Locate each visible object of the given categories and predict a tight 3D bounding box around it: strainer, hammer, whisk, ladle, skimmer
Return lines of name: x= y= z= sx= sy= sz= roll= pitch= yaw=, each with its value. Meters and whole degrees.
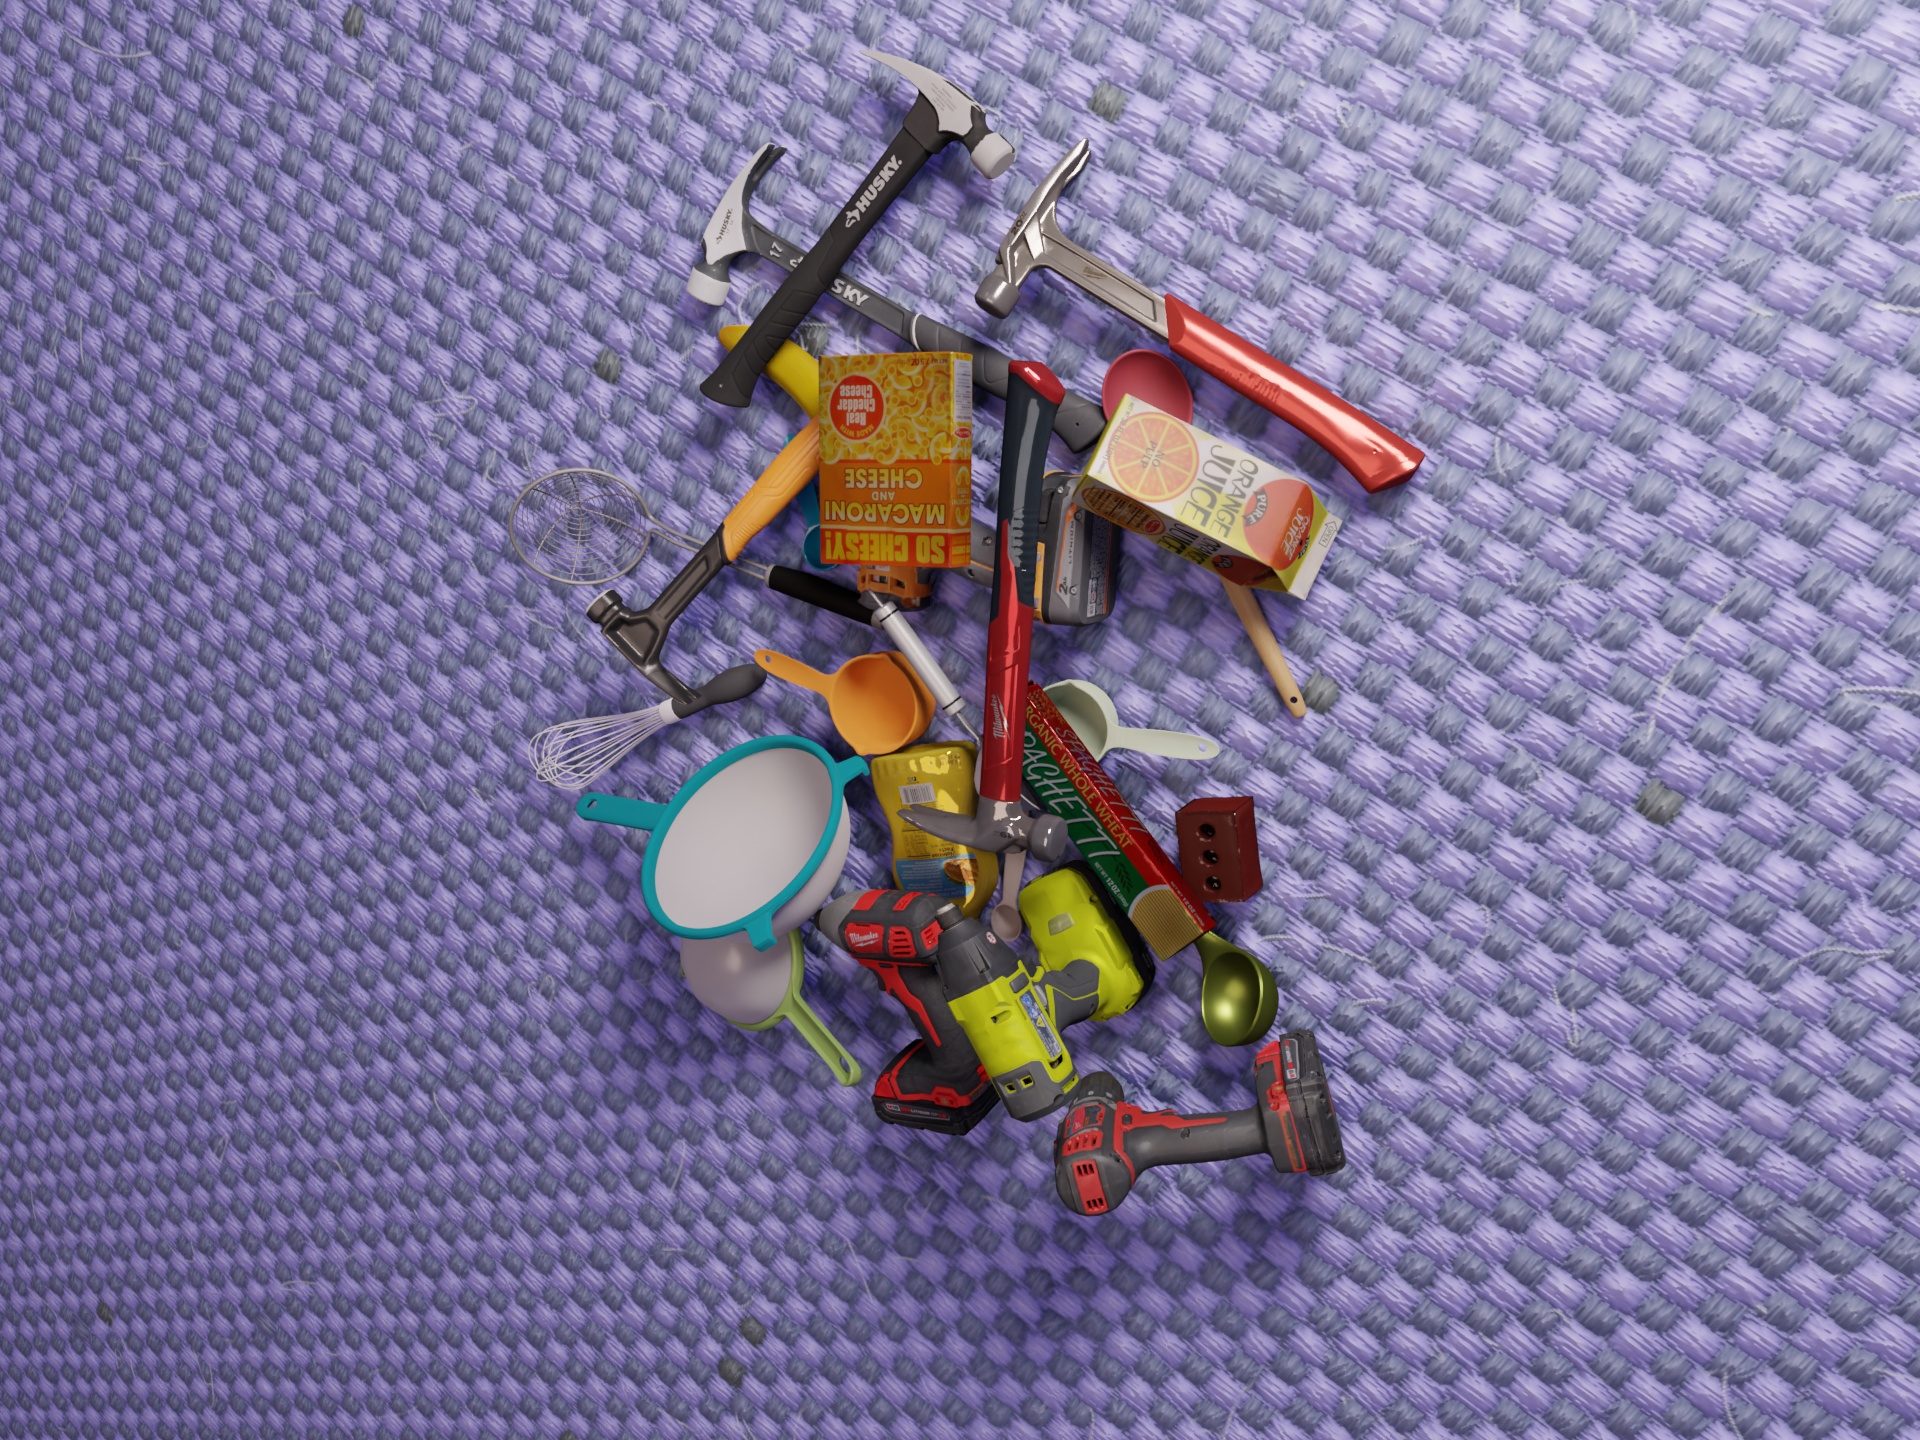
strainer: x=-0.188 y=0.251 z=1.470 sx=0.257 sy=0.069 sz=0.151 roll=42 pitch=117 yaw=34
hammer: x=0.193 y=-0.290 z=1.200 sx=0.359 sy=0.036 sz=0.149 roll=34 pitch=91 yaw=11
whisk: x=-0.301 y=0.001 z=1.521 sx=0.284 sy=0.070 sz=0.070 roll=-22 pitch=91 yaw=24
strainer: x=-0.225 y=0.118 z=1.475 sx=0.340 sy=0.211 sz=0.095 roll=6 pitch=148 yaw=40
hammer: x=-0.046 y=-0.337 z=1.325 sx=0.409 sy=0.036 sz=0.149 roll=33 pitch=113 yaw=16
hammer: x=-0.110 y=-0.388 z=1.307 sx=0.146 sy=0.035 sz=0.334 roll=49 pitch=116 yaw=8
ladle: x=0.199 y=-0.145 z=1.249 sx=0.069 sy=0.031 sz=0.315 roll=-26 pitch=91 yaw=14
skimmer: x=-0.237 y=-0.135 z=1.435 sx=0.363 sy=0.090 sz=0.127 roll=22 pitch=131 yaw=20
ladle: x=0.147 y=0.134 z=1.324 sx=0.320 sy=0.062 sz=0.078 roll=50 pitch=131 yaw=12
hammer: x=0.026 y=-0.085 z=1.245 sx=0.143 sy=0.038 sz=0.386 roll=11 pitch=107 yaw=27
hammer: x=-0.182 y=-0.165 z=1.375 sx=0.127 sy=0.034 sz=0.337 roll=45 pitch=110 yaw=1
strainer: x=-0.002 y=-0.004 z=1.334 sx=0.050 sy=0.087 sz=0.258 roll=-35 pitch=95 yaw=10

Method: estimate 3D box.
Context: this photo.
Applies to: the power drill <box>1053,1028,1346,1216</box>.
power drill: x=0.188 y=0.321 z=1.300 sx=0.226 sy=0.188 sz=0.080 roll=-15 pitch=99 yaw=10

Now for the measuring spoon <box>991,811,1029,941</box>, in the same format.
measuring spoon: x=0.051 y=0.133 z=1.397 sx=0.034 sy=0.018 sz=0.124 roll=15 pitch=102 yaw=38

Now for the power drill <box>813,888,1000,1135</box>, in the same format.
power drill: x=-0.048 y=0.249 z=1.402 sx=0.143 sy=0.078 sz=0.219 roll=-2 pitch=114 yaw=39

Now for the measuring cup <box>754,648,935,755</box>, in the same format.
measuring cup: x=-0.101 y=-0.033 z=1.413 sx=0.174 sy=0.052 sz=0.095 roll=23 pitch=110 yaw=23

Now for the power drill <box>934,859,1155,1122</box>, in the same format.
power drill: x=0.065 y=0.200 z=1.283 sx=0.080 sy=0.223 sz=0.171 roll=-29 pitch=88 yaw=29

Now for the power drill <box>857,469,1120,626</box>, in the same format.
power drill: x=0.016 y=-0.173 z=1.308 sx=0.226 sy=0.084 sz=0.185 roll=10 pitch=105 yaw=29

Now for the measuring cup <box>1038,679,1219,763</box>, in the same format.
measuring cup: x=0.136 y=0.009 z=1.311 sx=0.168 sy=0.038 sz=0.083 roll=9 pitch=105 yaw=23

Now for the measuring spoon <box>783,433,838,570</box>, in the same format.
measuring spoon: x=-0.130 y=-0.194 z=1.414 sx=0.042 sy=0.021 sz=0.129 roll=-20 pitch=83 yaw=22
